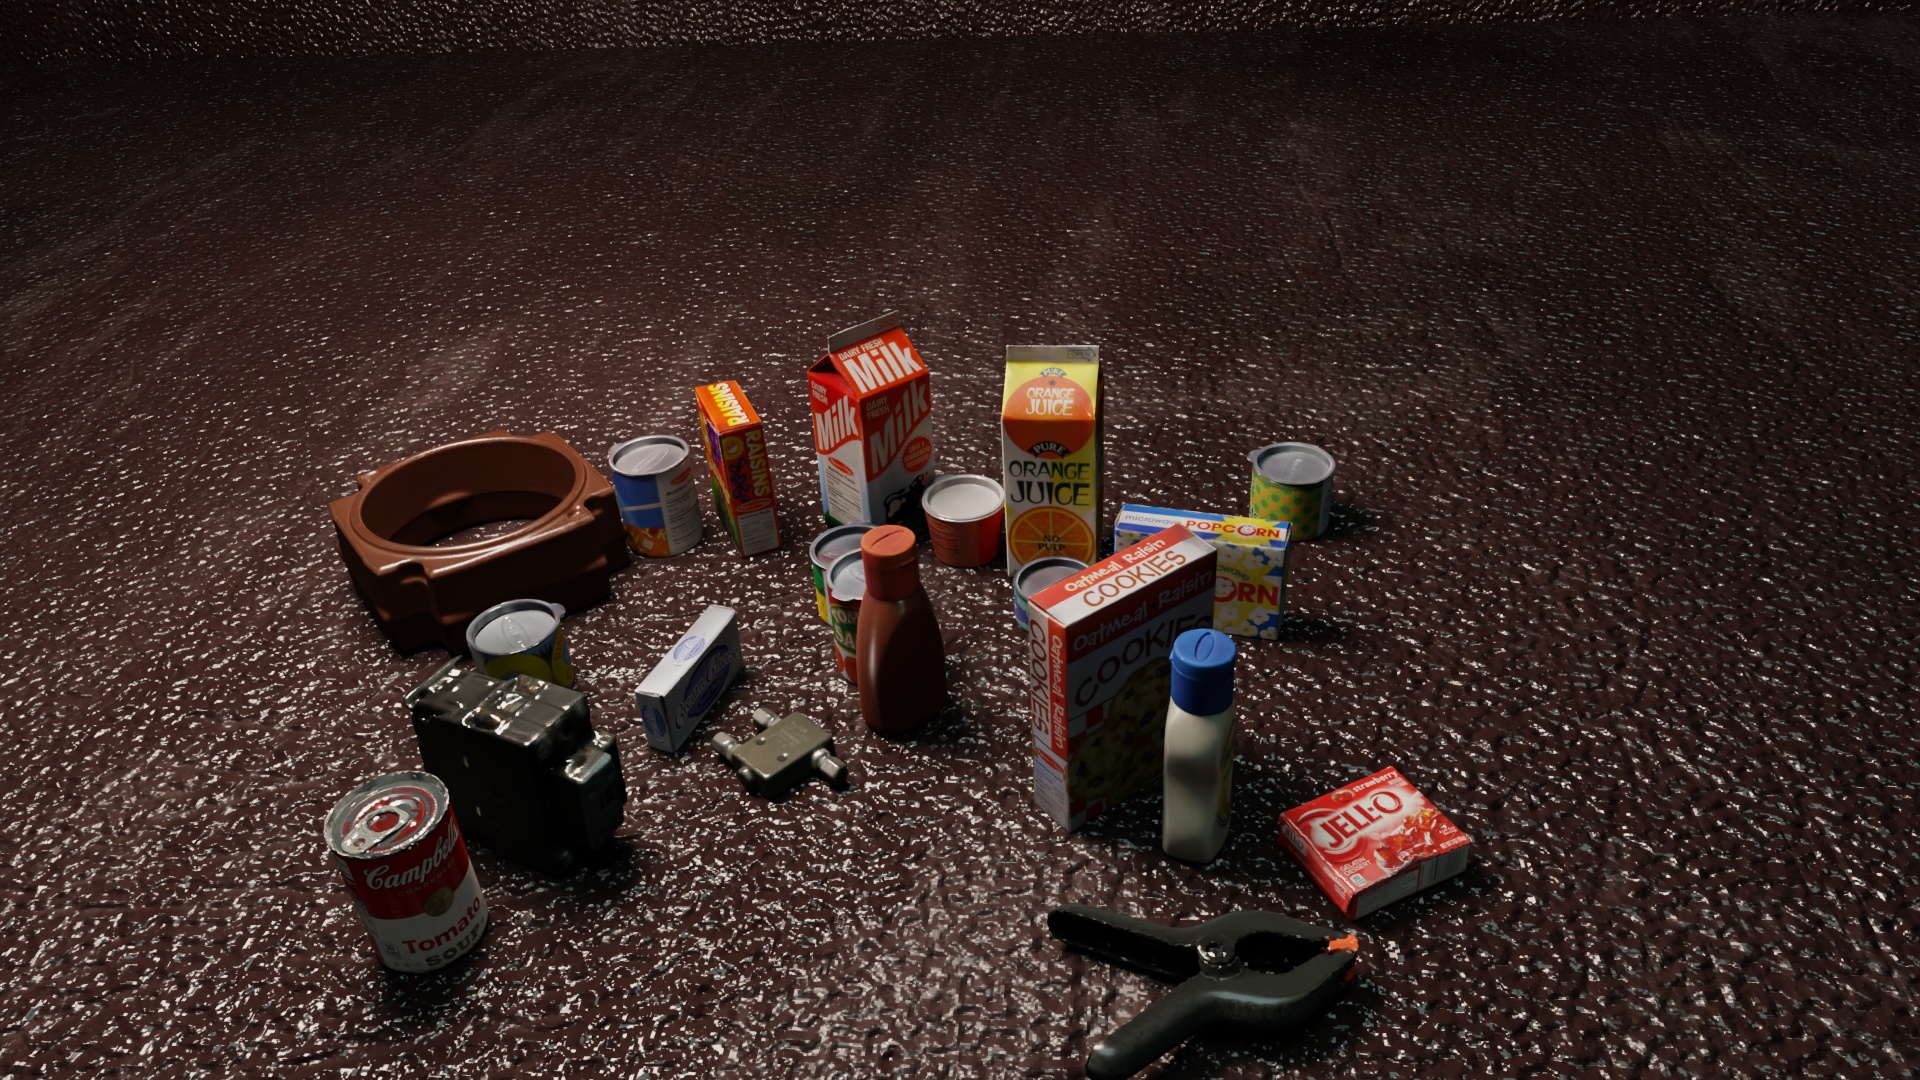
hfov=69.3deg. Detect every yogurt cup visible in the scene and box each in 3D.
[{"bbox_3d":[0.004,-0.014,1.138,0.072,0.053,0.073,-2,34,2],"label":"yogurt cup"}]

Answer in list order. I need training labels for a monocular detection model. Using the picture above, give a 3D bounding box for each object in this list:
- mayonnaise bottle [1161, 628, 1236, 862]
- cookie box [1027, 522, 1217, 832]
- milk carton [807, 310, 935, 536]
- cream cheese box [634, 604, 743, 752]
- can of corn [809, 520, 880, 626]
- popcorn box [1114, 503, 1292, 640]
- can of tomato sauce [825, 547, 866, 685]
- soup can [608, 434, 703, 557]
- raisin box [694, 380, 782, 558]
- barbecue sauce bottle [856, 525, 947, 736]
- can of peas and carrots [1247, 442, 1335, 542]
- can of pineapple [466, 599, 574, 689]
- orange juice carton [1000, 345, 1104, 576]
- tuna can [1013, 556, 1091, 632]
[{"bbox_3d":[0.144,0.122,0.837,0.041,0.147,0.065,9,36,18],"label":"mayonnaise bottle"},{"bbox_3d":[0.102,0.086,0.877,0.123,0.166,0.040,-25,39,-28],"label":"cookie box"},{"bbox_3d":[-0.071,-0.091,1.137,0.072,0.189,0.073,-27,40,-31],"label":"milk carton"},{"bbox_3d":[-0.191,0.097,0.990,0.024,0.053,0.104,10,36,19],"label":"cream cheese box"},{"bbox_3d":[-0.080,0.027,1.080,0.071,0.058,0.071,-2,34,2],"label":"can of corn"},{"bbox_3d":[0.179,0.023,1.038,0.127,0.084,0.038,7,35,16],"label":"popcorn box"},{"bbox_3d":[-0.062,0.057,1.011,0.071,0.082,0.071,-3,34,2],"label":"can of tomato sauce"},{"bbox_3d":[-0.257,-0.038,1.171,0.071,0.083,0.072,-3,34,2],"label":"soup can"},{"bbox_3d":[-0.187,-0.060,1.162,0.040,0.122,0.086,-15,35,-16],"label":"raisin box"},{"bbox_3d":[-0.043,0.060,0.946,0.065,0.147,0.044,-29,41,-32],"label":"barbecue sauce bottle"},{"bbox_3d":[0.271,-0.040,1.148,0.071,0.058,0.071,-3,34,2],"label":"can of peas and carrots"},{"bbox_3d":[-0.319,0.085,1.017,0.071,0.057,0.071,-2,34,2],"label":"can of pineapple"},{"bbox_3d":[0.074,-0.066,1.084,0.072,0.191,0.073,3,34,10],"label":"orange juice carton"},{"bbox_3d":[0.075,0.045,1.062,0.071,0.032,0.071,-2,34,2],"label":"tuna can"}]
